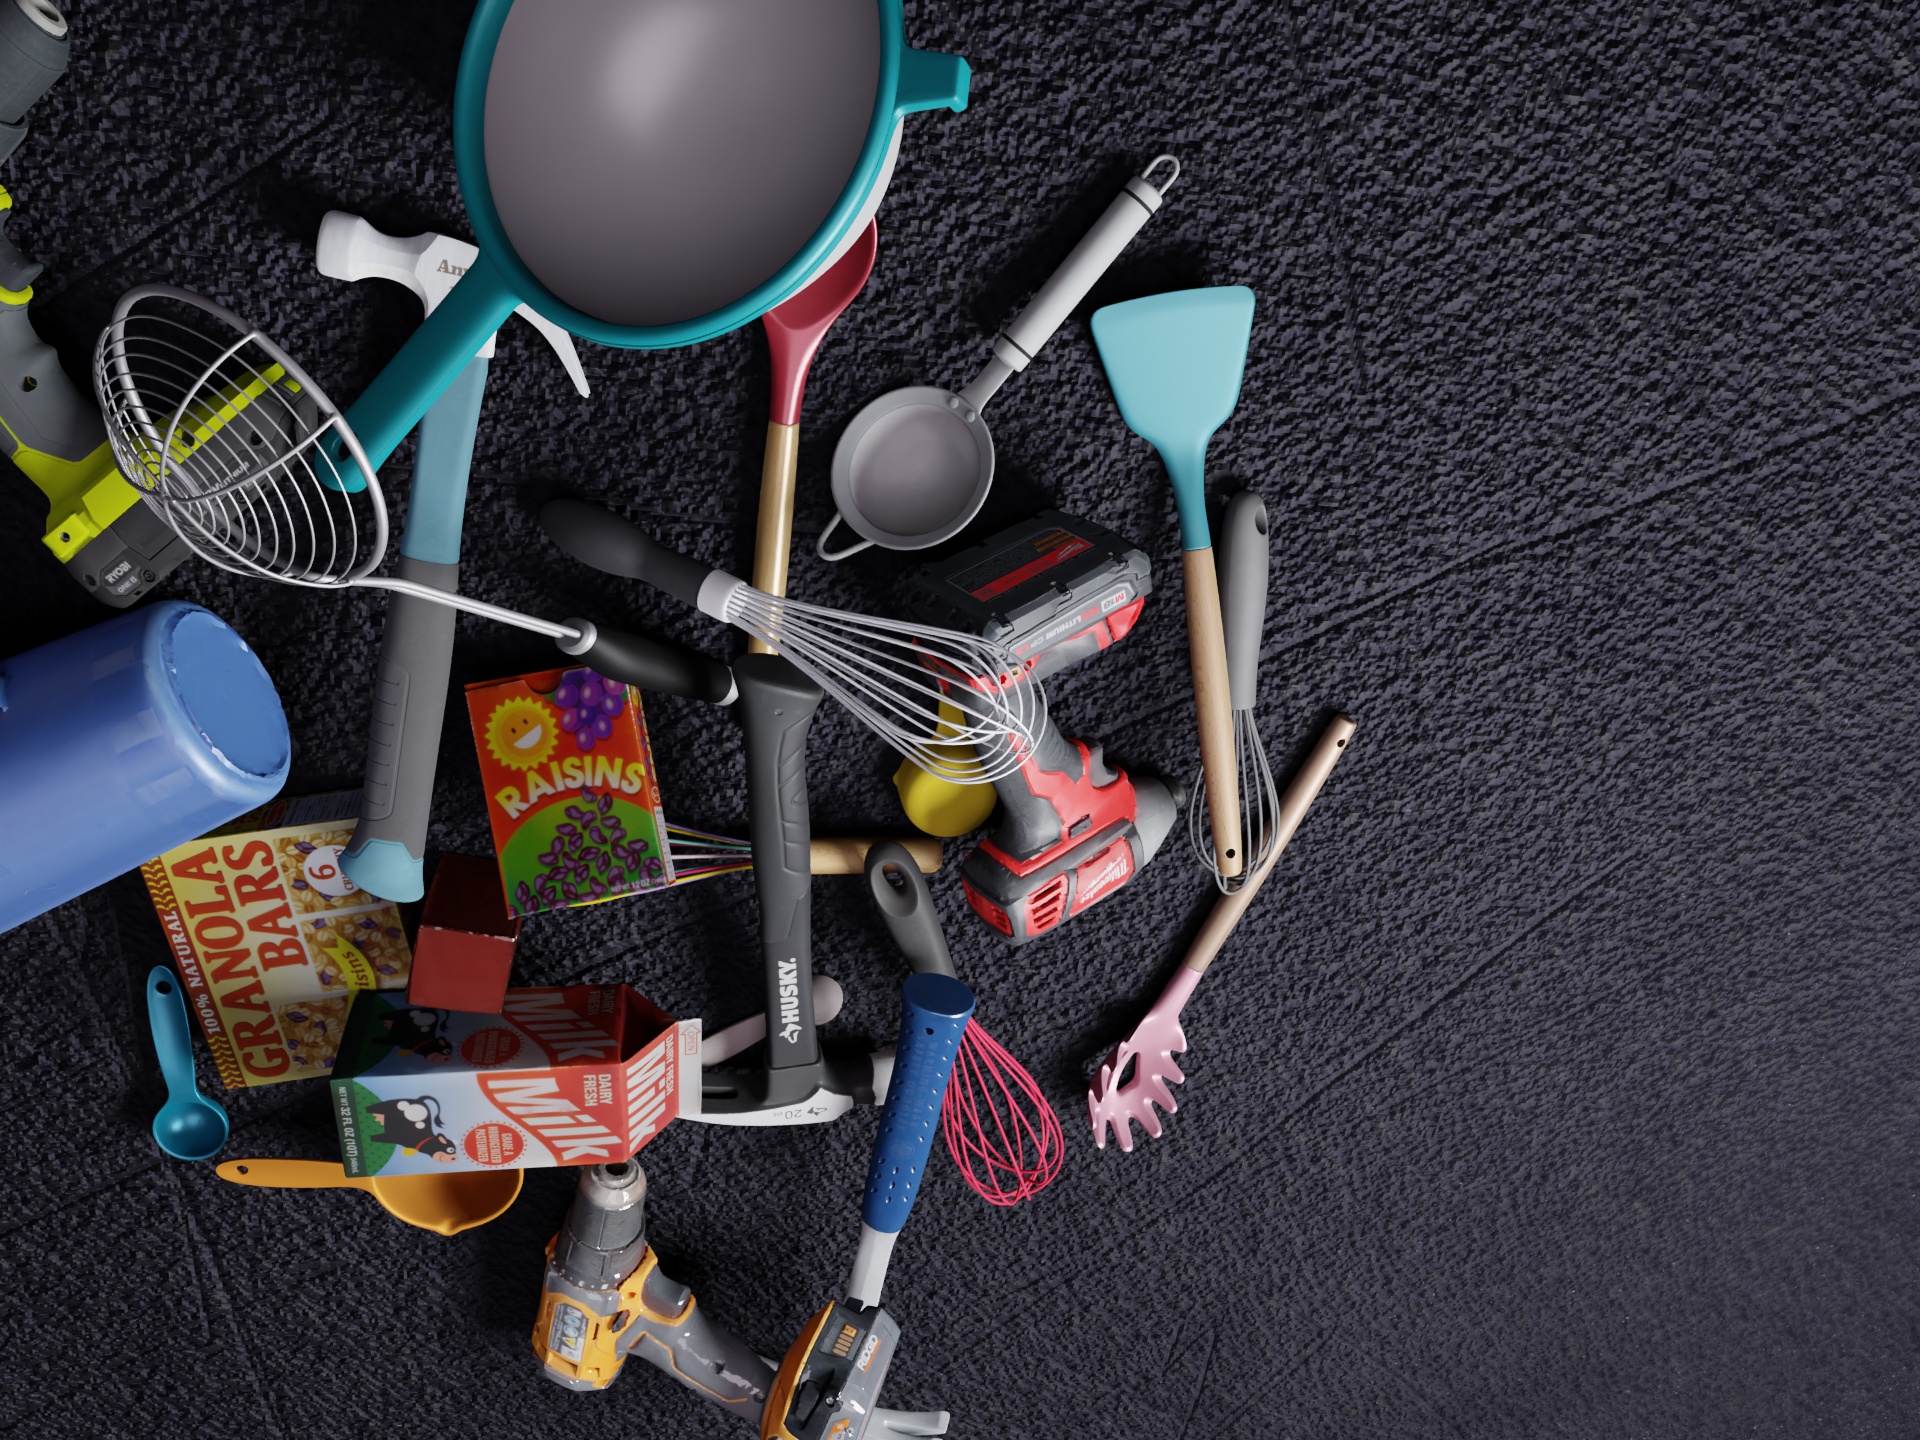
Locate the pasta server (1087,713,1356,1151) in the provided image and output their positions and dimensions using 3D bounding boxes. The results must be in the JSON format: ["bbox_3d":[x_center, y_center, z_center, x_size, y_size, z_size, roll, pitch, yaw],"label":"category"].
[{"bbox_3d":[0.160,0.134,0.978,0.060,0.040,0.316,16,113,-30],"label":"pasta server"}]

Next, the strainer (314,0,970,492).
[{"bbox_3d":[-0.149,-0.215,0.698,0.340,0.095,0.211,-41,75,18],"label":"strainer"}]

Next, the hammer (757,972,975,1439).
[{"bbox_3d":[-0.045,0.322,0.995,0.144,0.035,0.405,17,122,6],"label":"hammer"}]

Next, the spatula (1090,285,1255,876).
[{"bbox_3d":[0.127,-0.064,0.842,0.082,0.044,0.317,-8,103,2],"label":"spatula"}]

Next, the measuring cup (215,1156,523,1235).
[{"bbox_3d":[-0.348,0.255,0.954,0.173,0.052,0.095,3,117,-8],"label":"measuring cup"}]

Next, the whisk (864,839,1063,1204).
[{"bbox_3d":[0.000,0.189,0.960,0.073,0.073,0.295,-20,120,2],"label":"whisk"}]

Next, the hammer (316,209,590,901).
[{"bbox_3d":[-0.263,-0.067,0.779,0.128,0.033,0.331,10,105,-13],"label":"hammer"}]

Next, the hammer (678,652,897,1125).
[{"bbox_3d":[-0.103,0.106,0.881,0.146,0.035,0.334,-6,127,-10],"label":"hammer"}]

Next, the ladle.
[{"bbox_3d":[-0.091,-0.127,0.808,0.069,0.031,0.315,8,118,-3],"label":"ladle"}]

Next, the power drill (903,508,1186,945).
[{"bbox_3d":[0.055,0.007,0.863,0.143,0.079,0.219,-28,127,-22],"label":"power drill"}]

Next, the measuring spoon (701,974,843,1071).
[{"bbox_3d":[-0.128,0.194,0.973,0.124,0.018,0.034,-27,118,4],"label":"measuring spoon"}]

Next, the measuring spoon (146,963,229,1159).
[{"bbox_3d":[-0.454,0.197,0.930,0.042,0.021,0.128,-3,109,-7],"label":"measuring spoon"}]

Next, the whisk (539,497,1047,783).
[{"bbox_3d":[-0.089,-0.047,0.769,0.285,0.070,0.070,25,115,16],"label":"whisk"}]

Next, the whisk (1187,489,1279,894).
[{"bbox_3d":[0.157,-0.012,0.894,0.055,0.055,0.238,-4,111,-7],"label":"whisk"}]

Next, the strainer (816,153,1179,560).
[{"bbox_3d":[0.022,-0.176,0.793,0.087,0.050,0.258,45,101,19],"label":"strainer"}]

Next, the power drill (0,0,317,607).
[{"bbox_3d":[-0.404,-0.182,0.703,0.190,0.080,0.228,-36,114,11],"label":"power drill"}]

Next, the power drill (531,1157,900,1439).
[{"bbox_3d":[-0.156,0.373,0.991,0.226,0.084,0.185,21,121,9],"label":"power drill"}]

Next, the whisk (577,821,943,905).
[{"bbox_3d":[-0.131,0.081,0.902,0.245,0.047,0.051,1,128,-13],"label":"whisk"}]

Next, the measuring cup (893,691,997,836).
[{"bbox_3d":[-0.001,-0.003,0.883,0.062,0.029,0.156,2,120,-10],"label":"measuring cup"}]

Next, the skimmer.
[{"bbox_3d":[-0.207,-0.079,0.710,0.363,0.127,0.090,20,80,-59],"label":"skimmer"}]
